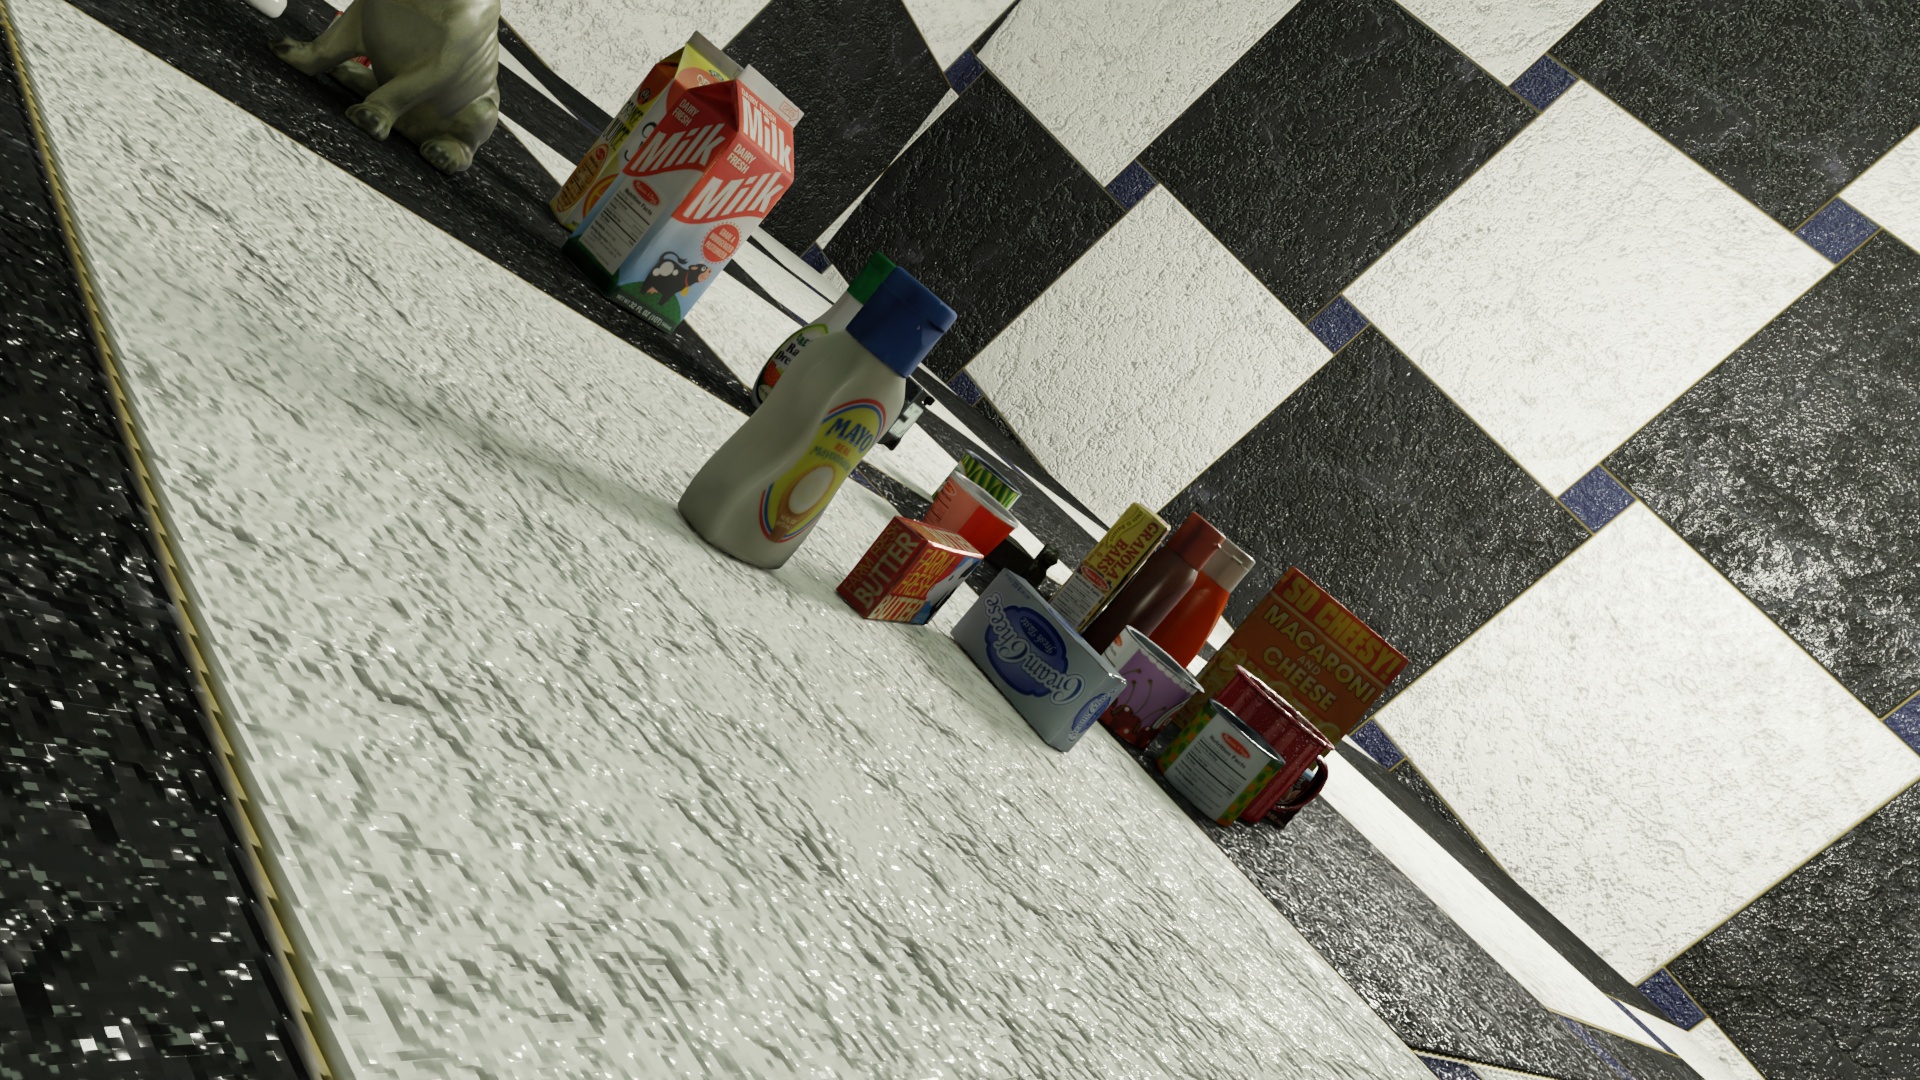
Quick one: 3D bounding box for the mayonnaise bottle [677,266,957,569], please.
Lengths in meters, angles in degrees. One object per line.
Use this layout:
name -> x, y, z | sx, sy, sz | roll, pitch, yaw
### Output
mayonnaise bottle -> -0.061, -0.056, 0.631 | 0.041, 0.148, 0.064 | 44, 7, 31

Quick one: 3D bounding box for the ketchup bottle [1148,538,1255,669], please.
ketchup bottle -> 0.208, 0.065, 1.269 | 0.065, 0.148, 0.043 | 39, 6, -3

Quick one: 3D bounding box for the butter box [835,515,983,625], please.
butter box -> -0.025, 0.018, 0.746 | 0.024, 0.053, 0.103 | 42, 7, 17

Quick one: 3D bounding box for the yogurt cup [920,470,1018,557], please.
yogurt cup -> 0.004, -0.014, 1.091 | 0.072, 0.054, 0.072 | 39, 7, -5

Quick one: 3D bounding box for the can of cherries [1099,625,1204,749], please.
can of cherries -> 0.123, 0.103, 0.959 | 0.071, 0.058, 0.071 | 39, 7, -5

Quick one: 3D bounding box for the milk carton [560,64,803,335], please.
milk carton -> -0.193, -0.252, 1.008 | 0.073, 0.190, 0.072 | 44, 7, 31

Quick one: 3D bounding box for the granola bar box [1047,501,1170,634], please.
granola bar box -> 0.132, 0.025, 1.231 | 0.039, 0.124, 0.165 | 41, 7, 7

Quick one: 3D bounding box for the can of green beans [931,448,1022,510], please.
can of green beans -> 0.015, -0.043, 1.318 | 0.071, 0.057, 0.071 | 39, 7, -5

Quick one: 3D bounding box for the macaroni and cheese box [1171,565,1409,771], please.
macaroni and cheese box -> 0.276, 0.124, 1.181 | 0.124, 0.166, 0.040 | 40, 6, 4

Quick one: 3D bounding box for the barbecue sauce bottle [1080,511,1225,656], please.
barbecue sauce bottle -> 0.165, 0.043, 1.185 | 0.044, 0.148, 0.065 | 42, 7, 21

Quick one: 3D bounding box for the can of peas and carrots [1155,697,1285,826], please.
can of peas and carrots -> 0.175, 0.149, 0.936 | 0.071, 0.058, 0.071 | 39, 7, -5

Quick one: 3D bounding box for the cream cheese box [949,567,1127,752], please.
cream cheese box -> 0.043, 0.067, 0.787 | 0.024, 0.053, 0.104 | 32, 10, -49

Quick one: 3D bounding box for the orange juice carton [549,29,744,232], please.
orange juice carton -> -0.252, -0.326, 1.156 | 0.071, 0.192, 0.073 | 35, 8, -36

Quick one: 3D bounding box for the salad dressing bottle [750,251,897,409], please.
salad dressing bottle -> -0.095, -0.148, 1.037 | 0.064, 0.147, 0.044 | 43, 7, 30

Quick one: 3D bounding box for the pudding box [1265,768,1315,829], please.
pudding box -> 0.235, 0.180, 1.089 | 0.083, 0.049, 0.030 | 39, 7, -9
